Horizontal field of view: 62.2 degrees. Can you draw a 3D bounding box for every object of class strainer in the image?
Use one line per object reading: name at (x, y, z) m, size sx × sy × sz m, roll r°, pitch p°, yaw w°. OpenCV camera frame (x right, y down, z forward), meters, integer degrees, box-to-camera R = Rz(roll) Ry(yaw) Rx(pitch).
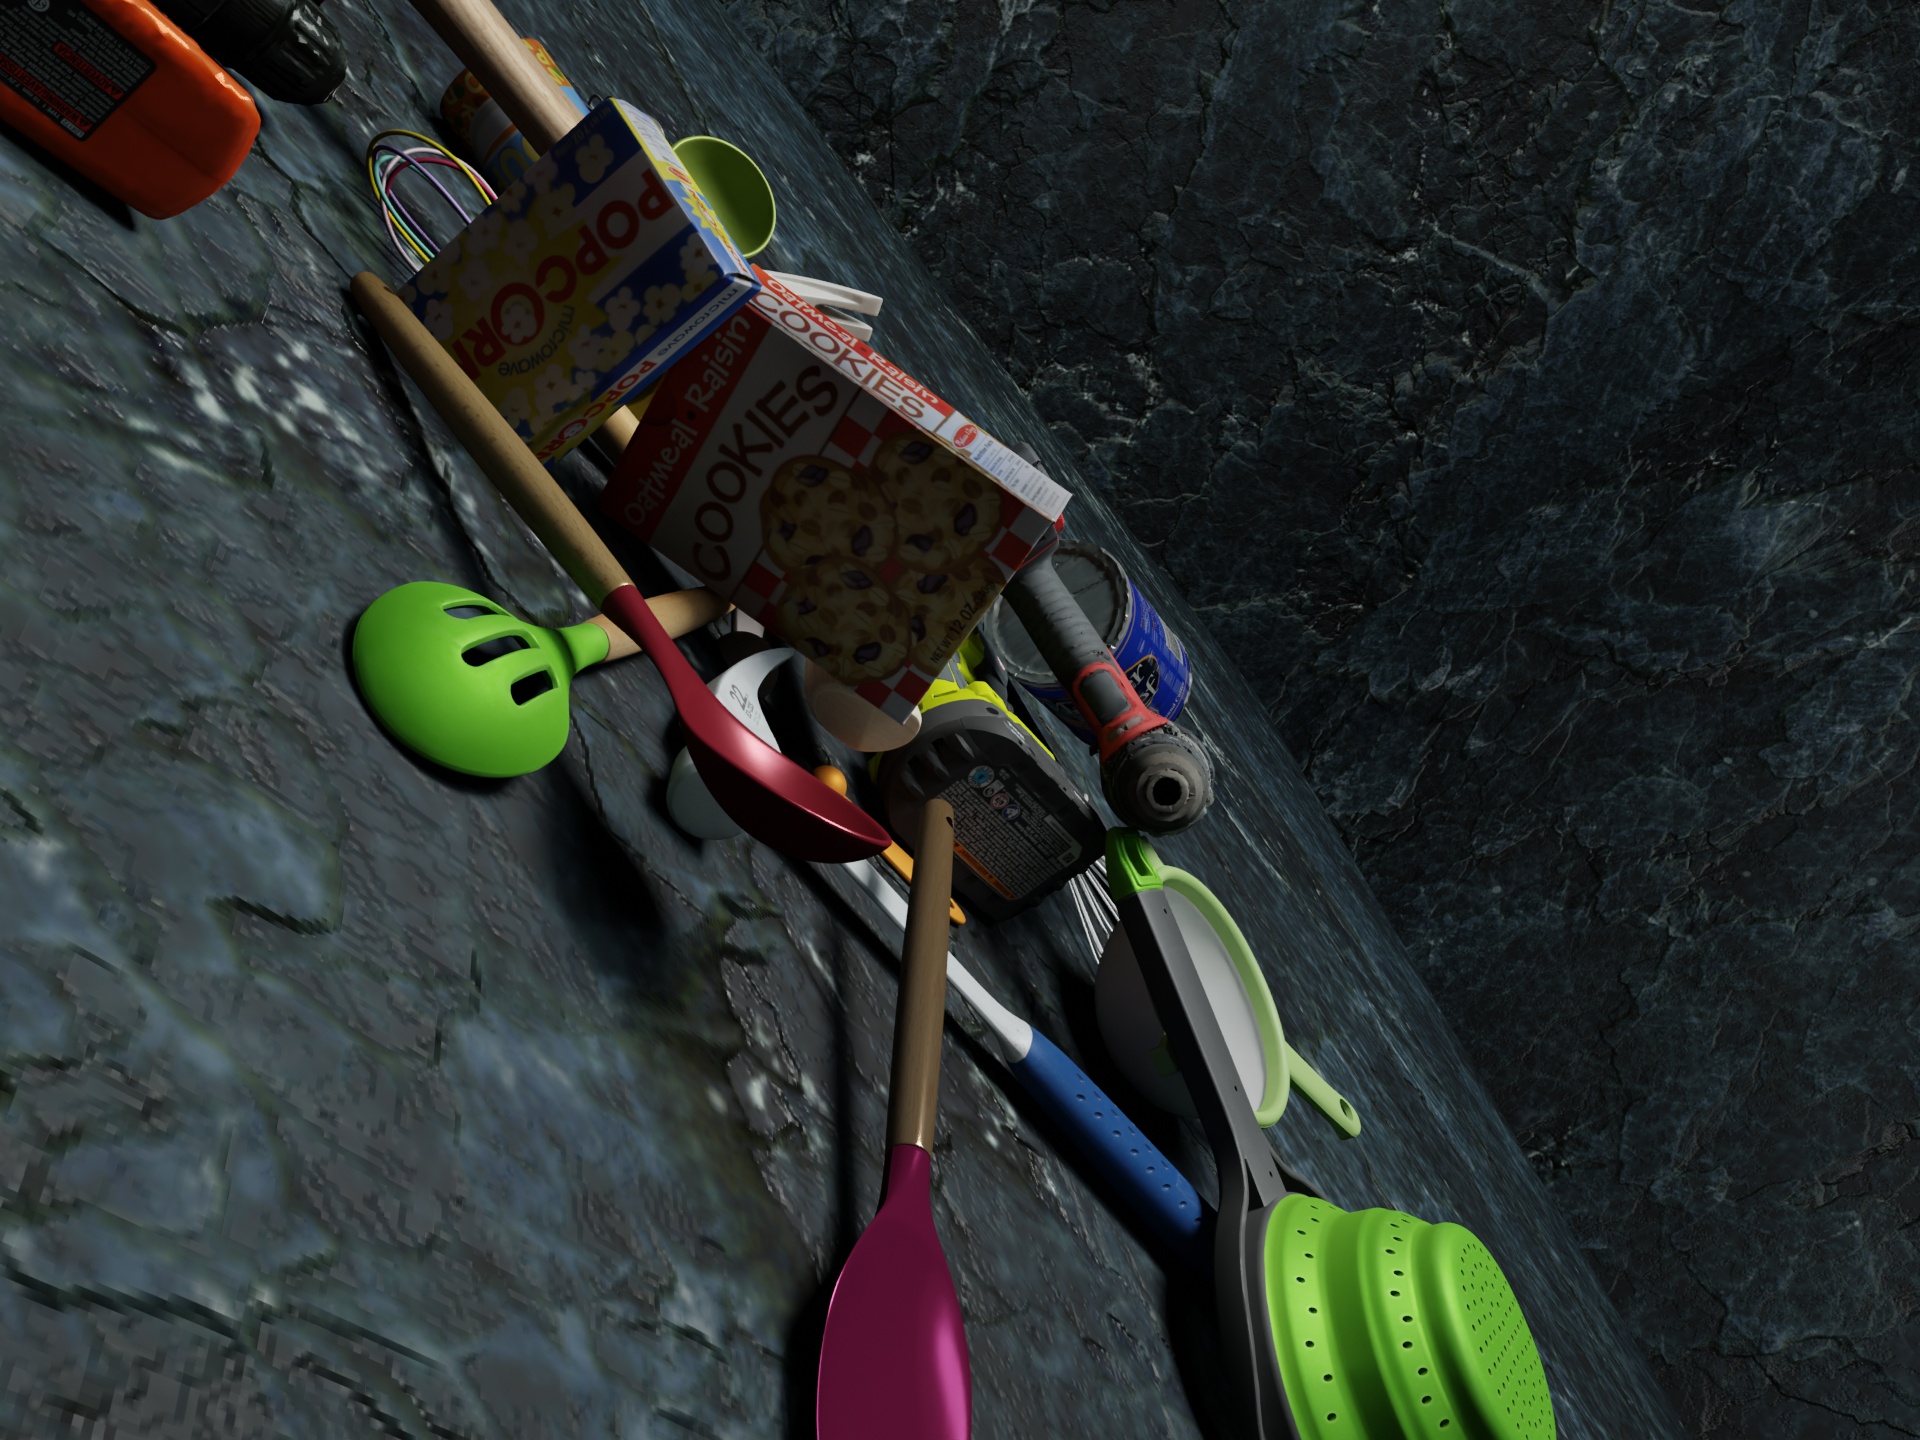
strainer at (0.147, 0.190, 0.914) m, size 0.256 × 0.069 × 0.152 m, roll 44°, pitch 30°, yaw -37°

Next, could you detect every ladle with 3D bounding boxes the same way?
ladle at (-0.154, -0.264, 0.841) m, size 0.078 × 0.062 × 0.320 m, roll 52°, pitch 15°, yaw -17°
ladle at (-0.132, -0.060, 0.549) m, size 0.316 × 0.031 × 0.069 m, roll 48°, pitch 9°, yaw 22°

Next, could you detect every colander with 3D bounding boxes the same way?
colander at (0.175, 0.220, 0.739) m, size 0.204 × 0.094 × 0.397 m, roll 8°, pitch 58°, yaw -61°

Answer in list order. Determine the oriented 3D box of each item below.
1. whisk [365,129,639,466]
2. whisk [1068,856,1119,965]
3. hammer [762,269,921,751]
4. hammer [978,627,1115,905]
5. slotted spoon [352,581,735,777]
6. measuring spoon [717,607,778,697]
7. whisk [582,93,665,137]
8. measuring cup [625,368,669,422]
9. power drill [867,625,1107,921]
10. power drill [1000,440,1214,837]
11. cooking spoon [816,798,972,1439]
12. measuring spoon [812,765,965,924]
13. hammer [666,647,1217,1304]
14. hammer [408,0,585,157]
whisk at (-0.174, -0.156, 0.712) m, size 0.244 × 0.047 × 0.051 m, roll 52°, pitch 12°, yaw -29°
whisk at (0.062, 0.068, 0.993) m, size 0.057 × 0.059 × 0.246 m, roll -10°, pitch 59°, yaw -46°
hammer at (-0.075, -0.135, 0.872) m, size 0.146 × 0.038 × 0.411 m, roll 4°, pitch 42°, yaw -24°
hammer at (0.072, 0.045, 1.109) m, size 0.409 × 0.036 × 0.149 m, roll 60°, pitch 13°, yaw 19°
slotted spoon at (-0.131, -0.034, 0.598) m, size 0.070 × 0.031 × 0.314 m, roll 52°, pitch 12°, yaw -3°
measuring spoon at (-0.097, -0.049, 0.767) m, size 0.034 × 0.018 × 0.124 m, roll 49°, pitch 13°, yaw -23°
whisk at (-0.205, -0.344, 0.943) m, size 0.055 × 0.055 × 0.239 m, roll 48°, pitch -2°, yaw -29°
measuring cup at (-0.145, -0.137, 0.774) m, size 0.156 × 0.062 × 0.029 m, roll 62°, pitch -5°, yaw -24°
power drill at (-0.001, -0.003, 0.877) m, size 0.171 × 0.080 × 0.223 m, roll 45°, pitch 13°, yaw -36°
power drill at (0.064, -0.035, 0.867) m, size 0.227 × 0.080 × 0.188 m, roll 57°, pitch 5°, yaw 1°
cooking spoon at (-0.016, 0.127, 0.534) m, size 0.068 × 0.017 × 0.319 m, roll 50°, pitch 23°, yaw -26°
measuring spoon at (-0.030, 0.059, 0.754) m, size 0.116 × 0.011 × 0.021 m, roll 48°, pitch 15°, yaw -29°
hammer at (0.019, 0.130, 0.701) m, size 0.405 × 0.035 × 0.144 m, roll 50°, pitch 14°, yaw -22°
hammer at (-0.139, -0.213, 0.725) m, size 0.331 × 0.031 × 0.130 m, roll 50°, pitch 23°, yaw -23°
